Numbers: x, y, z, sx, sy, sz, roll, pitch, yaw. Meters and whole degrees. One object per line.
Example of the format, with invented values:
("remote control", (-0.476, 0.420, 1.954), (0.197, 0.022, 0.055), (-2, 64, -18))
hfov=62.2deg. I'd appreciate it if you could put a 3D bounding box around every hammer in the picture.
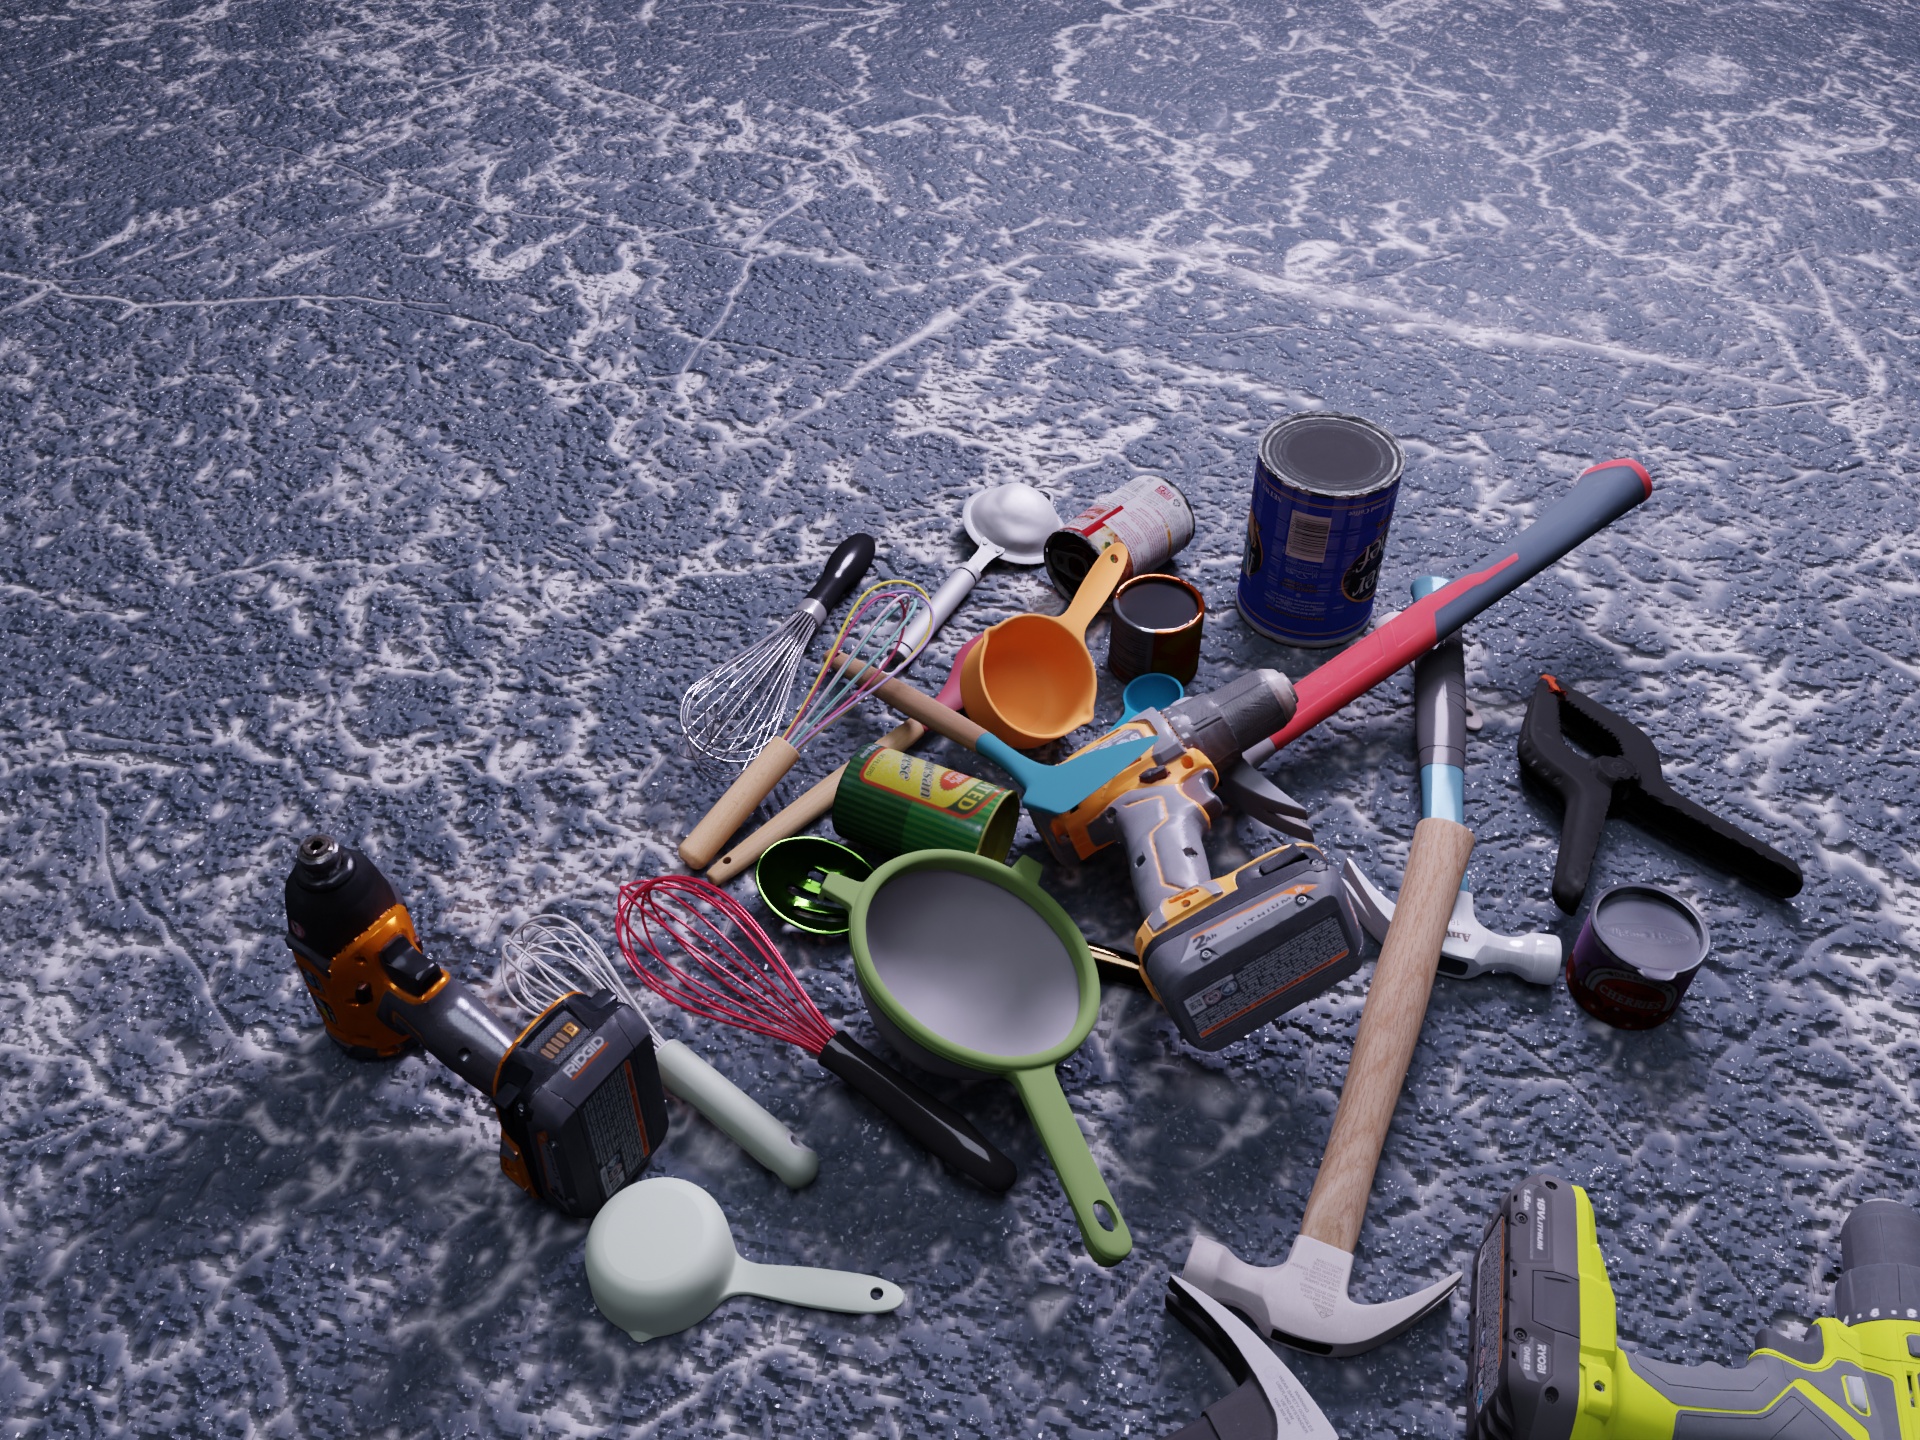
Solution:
("hammer", (0.234, 0.189, 0.880), (0.130, 0.031, 0.331), (18, 55, 15))
("hammer", (0.013, 0.374, 0.718), (0.334, 0.035, 0.146), (-18, 48, -16))
("hammer", (0.329, -0.061, 1.075), (0.386, 0.038, 0.143), (-33, 40, -12))
("hammer", (0.321, 0.025, 1.055), (0.128, 0.033, 0.331), (7, 49, 8))

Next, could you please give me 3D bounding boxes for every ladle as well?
("ladle", (-0.049, 0.018, 1.086), (0.069, 0.031, 0.315), (34, 56, 30))

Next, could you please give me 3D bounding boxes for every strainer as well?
("strainer", (0.019, 0.189, 0.874), (0.151, 0.069, 0.257), (-2, 49, -34))
("strainer", (0.011, -0.117, 1.213), (0.087, 0.050, 0.258), (31, 55, 10))

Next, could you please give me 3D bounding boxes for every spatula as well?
("spatula", (-0.002, -0.003, 1.034), (0.082, 0.044, 0.318), (-36, 38, -23))

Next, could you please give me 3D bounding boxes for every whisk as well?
("whisk", (-0.175, 0.188, 0.907), (0.246, 0.057, 0.059), (32, 87, 25))
("whisk", (-0.123, -0.056, 1.145), (0.070, 0.070, 0.285), (15, 41, 15))
("whisk", (-0.104, -0.001, 1.056), (0.245, 0.047, 0.051), (-50, 32, -17))
("whisk", (-0.088, 0.175, 0.906), (0.296, 0.073, 0.073), (32, 53, 22))

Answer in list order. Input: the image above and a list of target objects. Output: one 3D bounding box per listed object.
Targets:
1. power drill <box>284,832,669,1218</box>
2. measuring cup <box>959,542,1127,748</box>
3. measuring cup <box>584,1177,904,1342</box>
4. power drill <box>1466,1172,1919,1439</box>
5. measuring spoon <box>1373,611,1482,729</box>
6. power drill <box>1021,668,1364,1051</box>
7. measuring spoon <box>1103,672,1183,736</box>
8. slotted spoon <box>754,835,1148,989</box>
("power drill", (-0.271, 0.155, 0.855), (0.227, 0.164, 0.084), (26, 50, 22))
("measuring cup", (0.064, -0.055, 1.107), (0.095, 0.052, 0.174), (39, 62, -9))
("measuring cup", (-0.112, 0.277, 0.814), (0.167, 0.038, 0.083), (5, 45, 9))
("power drill", (0.369, 0.299, 0.761), (0.228, 0.080, 0.191), (12, 46, 9))
("measuring spoon", (0.338, -0.039, 1.141), (0.034, 0.018, 0.124), (-15, 47, -14))
("power drill", (0.154, 0.067, 0.947), (0.185, 0.084, 0.226), (-30, 37, -1))
("measuring spoon", (0.110, 0.017, 1.094), (0.042, 0.021, 0.129), (23, 58, 32))
("slotted spoon", (0.024, 0.132, 0.969), (0.314, 0.031, 0.070), (14, 48, 12))
